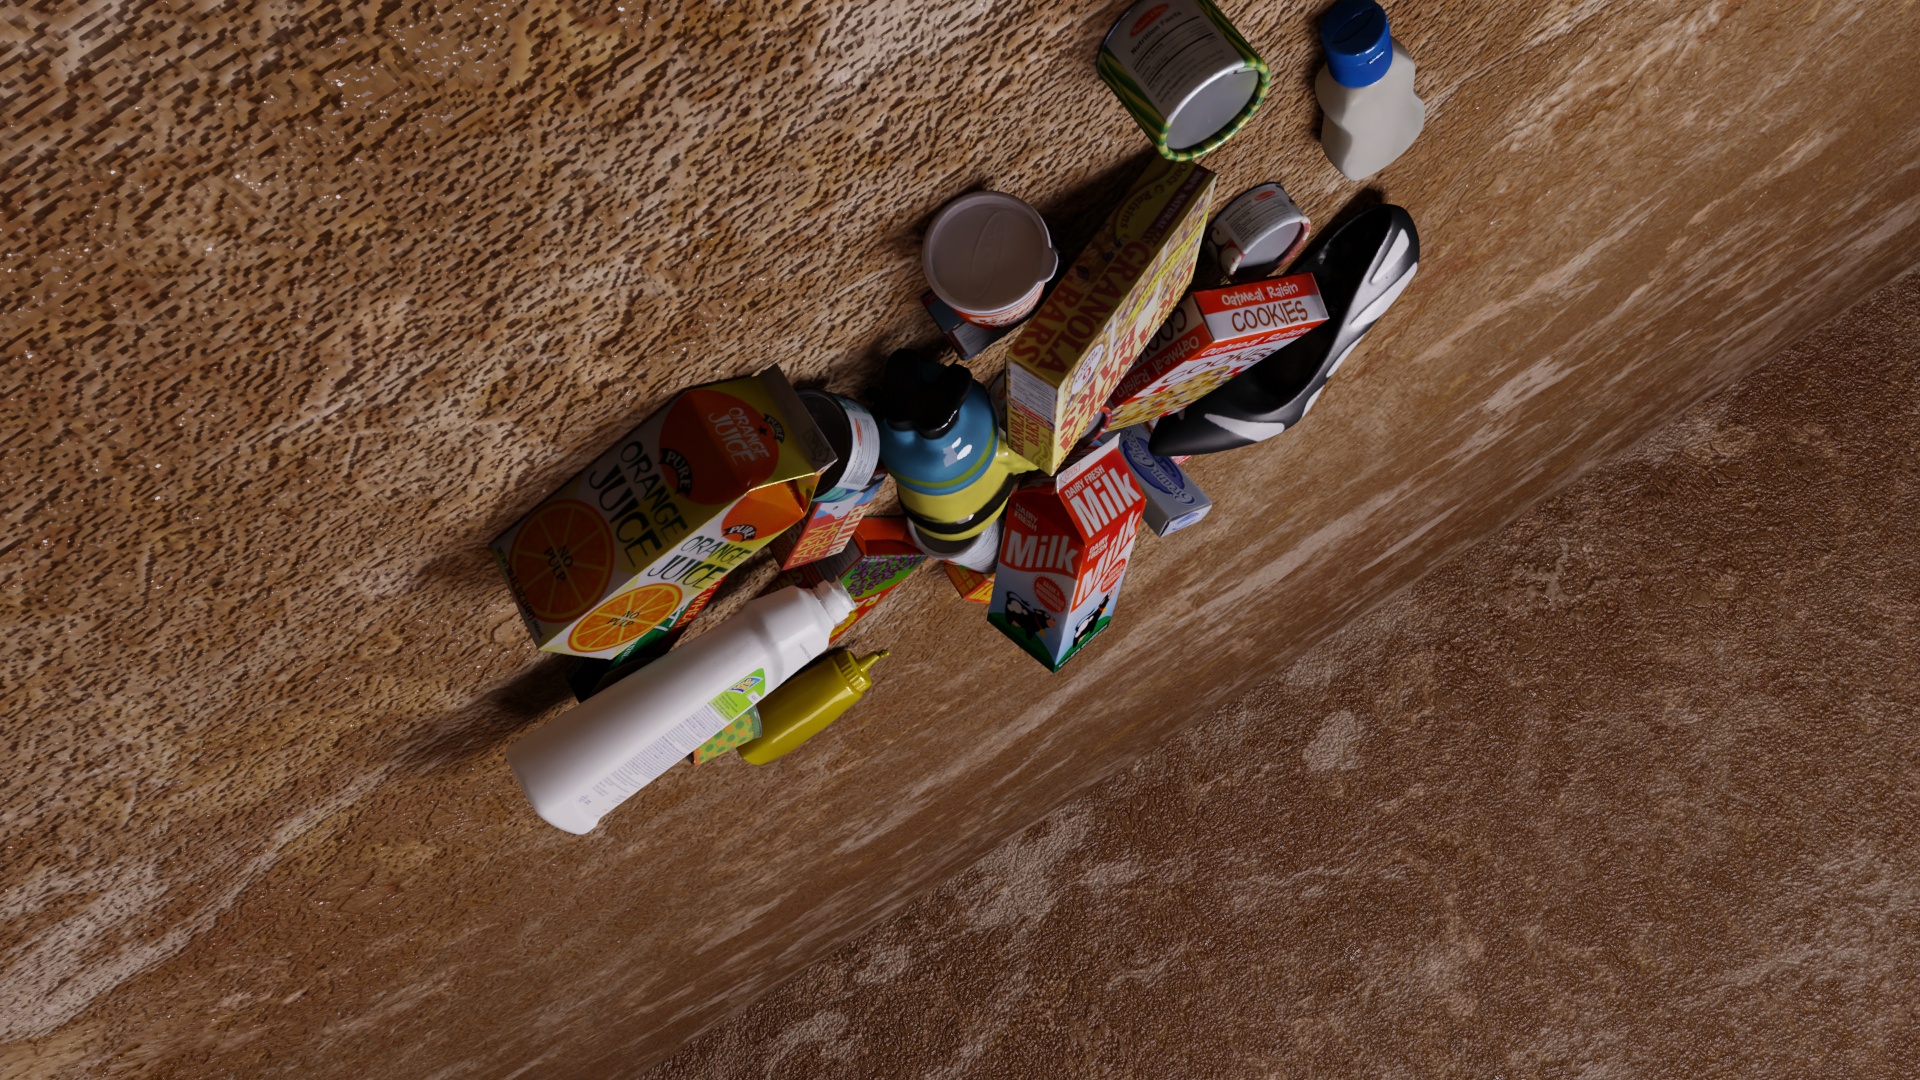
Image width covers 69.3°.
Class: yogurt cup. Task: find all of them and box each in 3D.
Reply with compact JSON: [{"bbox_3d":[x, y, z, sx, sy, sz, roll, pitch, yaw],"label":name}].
[{"bbox_3d":[0.016,-0.147,0.748,0.072,0.072,0.054,-33,169,1],"label":"yogurt cup"}]

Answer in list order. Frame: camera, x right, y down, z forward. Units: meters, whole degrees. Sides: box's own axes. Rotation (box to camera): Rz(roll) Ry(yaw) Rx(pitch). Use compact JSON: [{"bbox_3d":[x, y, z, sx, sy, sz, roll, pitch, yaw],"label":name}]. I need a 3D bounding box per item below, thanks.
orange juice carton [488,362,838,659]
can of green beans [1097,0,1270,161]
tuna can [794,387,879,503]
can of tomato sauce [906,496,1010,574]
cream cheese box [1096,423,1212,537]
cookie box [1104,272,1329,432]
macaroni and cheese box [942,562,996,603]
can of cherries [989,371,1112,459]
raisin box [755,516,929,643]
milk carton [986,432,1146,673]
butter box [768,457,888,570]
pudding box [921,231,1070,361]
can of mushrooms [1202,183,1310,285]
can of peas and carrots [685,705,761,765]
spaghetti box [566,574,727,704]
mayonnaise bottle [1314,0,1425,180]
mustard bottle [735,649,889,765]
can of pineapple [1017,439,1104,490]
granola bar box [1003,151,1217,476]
[{"bbox_3d":[-0.160,-0.017,0.778,0.192,0.072,0.073,-36,161,11],"label":"orange juice carton"},{"bbox_3d":[0.111,-0.232,0.691,0.071,0.058,0.071,-28,161,-11],"label":"can of green beans"},{"bbox_3d":[-0.085,-0.055,0.815,0.071,0.071,0.033,-40,160,20],"label":"tuna can"},{"bbox_3d":[0.004,-0.013,1.055,0.071,0.071,0.083,-37,160,13],"label":"can of tomato sauce"},{"bbox_3d":[0.151,-0.053,1.124,0.053,0.104,0.024,-19,150,-36],"label":"cream cheese box"},{"bbox_3d":[0.159,-0.131,0.988,0.123,0.040,0.166,-17,170,-37],"label":"cookie box"},{"bbox_3d":[0.079,-0.008,1.220,0.166,0.040,0.124,-38,160,16],"label":"macaroni and cheese box"},{"bbox_3d":[0.065,-0.093,0.959,0.071,0.058,0.071,-28,160,-11],"label":"can of cherries"},{"bbox_3d":[-0.093,0.033,1.055,0.123,0.040,0.086,-41,160,26],"label":"raisin box"},{"bbox_3d":[0.079,0.004,1.032,0.073,0.073,0.189,-36,151,-34],"label":"milk carton"},{"bbox_3d":[-0.091,-0.021,0.947,0.053,0.024,0.103,-19,157,-36],"label":"butter box"},{"bbox_3d":[0.024,-0.145,0.813,0.083,0.030,0.049,-34,160,4],"label":"pudding box"},{"bbox_3d":[0.200,-0.204,0.936,0.071,0.033,0.070,-29,160,-12],"label":"can of mushrooms"},{"bbox_3d":[-0.199,0.136,1.105,0.059,0.071,0.070,-23,159,-23],"label":"can of peas and carrots"},{"bbox_3d":[-0.190,0.031,0.915,0.050,0.029,0.248,-12,153,-47],"label":"spaghetti box"},{"bbox_3d":[0.242,-0.270,0.830,0.064,0.041,0.148,-38,159,11],"label":"mayonnaise bottle"},{"bbox_3d":[-0.130,0.141,1.246,0.160,0.049,0.065,-35,161,5],"label":"mustard bottle"},{"bbox_3d":[0.089,-0.043,1.103,0.071,0.071,0.057,-15,154,-41],"label":"can of pineapple"},{"bbox_3d":[0.086,-0.134,0.826,0.166,0.039,0.123,-54,167,-16],"label":"granola bar box"}]
